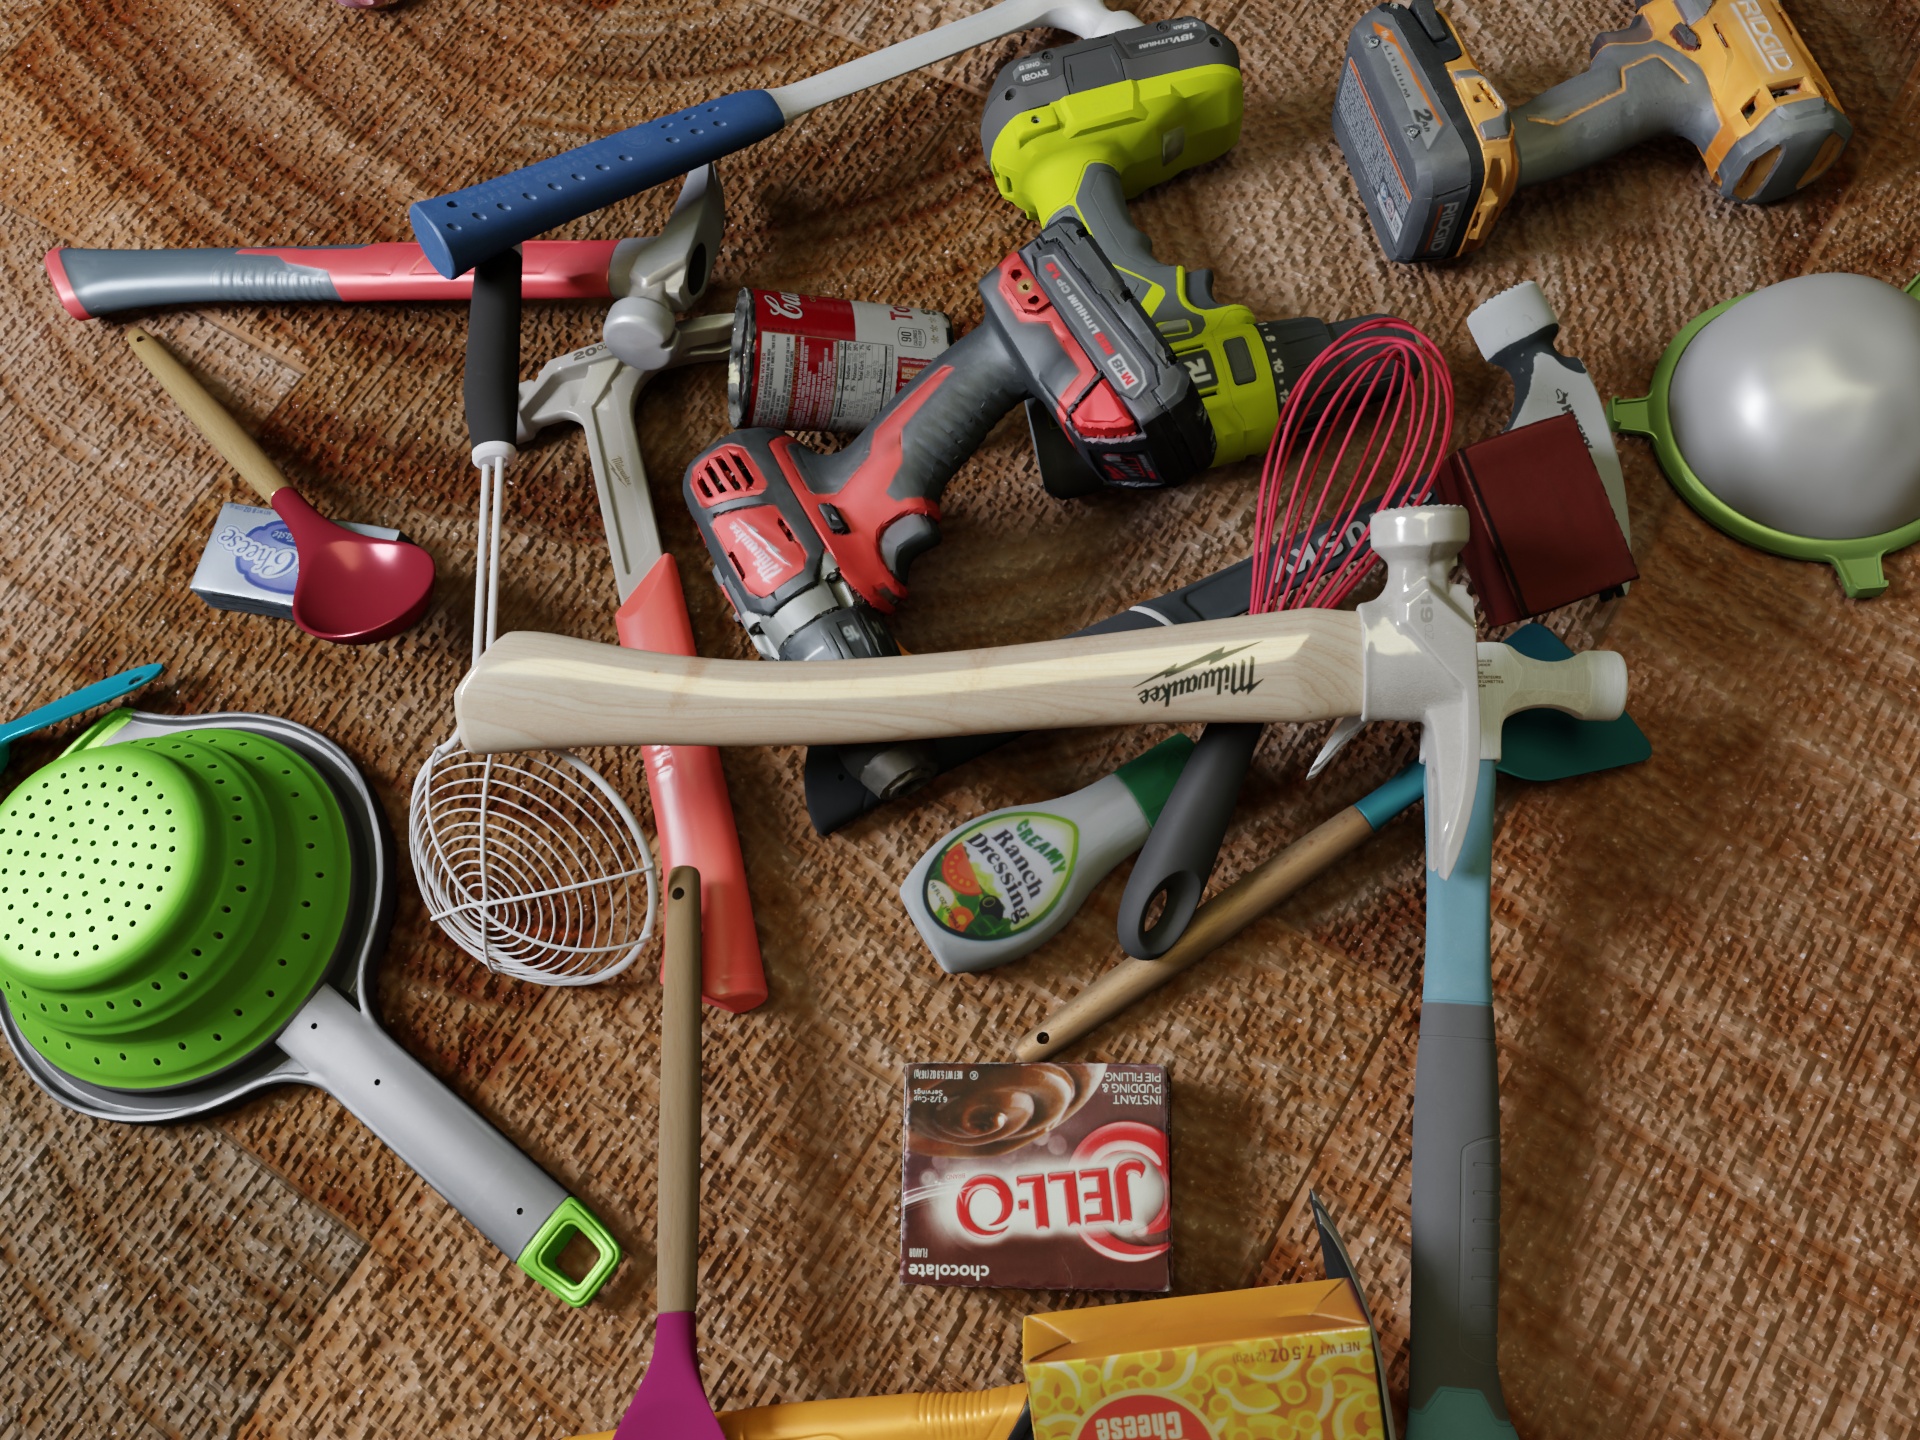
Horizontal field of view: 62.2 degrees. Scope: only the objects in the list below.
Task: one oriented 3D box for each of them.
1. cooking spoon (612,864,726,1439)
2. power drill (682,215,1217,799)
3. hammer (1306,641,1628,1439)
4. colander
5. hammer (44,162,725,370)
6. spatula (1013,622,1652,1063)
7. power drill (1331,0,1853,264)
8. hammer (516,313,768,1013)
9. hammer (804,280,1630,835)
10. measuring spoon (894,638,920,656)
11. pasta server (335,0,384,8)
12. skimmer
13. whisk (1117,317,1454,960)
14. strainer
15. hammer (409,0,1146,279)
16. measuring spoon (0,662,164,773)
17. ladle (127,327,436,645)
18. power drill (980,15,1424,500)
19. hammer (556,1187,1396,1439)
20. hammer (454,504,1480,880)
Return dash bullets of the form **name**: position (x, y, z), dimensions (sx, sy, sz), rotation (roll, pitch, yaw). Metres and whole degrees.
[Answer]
- **cooking spoon**: position (-0.113, 0.211, 0.640), dimensions (0.069, 0.017, 0.319), rotation (-10, 65, 15)
- **power drill**: position (0.001, -0.091, 0.707), dimensions (0.226, 0.080, 0.188), rotation (-33, 70, 8)
- **hammer**: position (0.204, 0.129, 0.647), dimensions (0.128, 0.033, 0.331), rotation (3, 78, 9)
- **colander**: position (-0.311, 0.120, 0.704), dimensions (0.397, 0.094, 0.204), rotation (34, 77, 18)
- **hammer**: position (-0.320, -0.256, 0.869), dimensions (0.386, 0.038, 0.143), rotation (3, 59, 13)
- **spatula**: position (0.159, 0.063, 0.709), dimensions (0.317, 0.044, 0.082), rotation (-34, 67, -1)
- **power drill**: position (0.311, -0.336, 0.815), dimensions (0.226, 0.084, 0.185), rotation (-13, 68, -3)
- **hammer**: position (-0.138, -0.035, 0.776), dimensions (0.149, 0.036, 0.359), rotation (-17, 67, 0)
- **hammer**: position (0.113, -0.048, 0.735), dimensions (0.409, 0.036, 0.149), rotation (-26, 86, 2)
- **measuring spoon**: position (-0.056, -0.049, 0.786), dimensions (0.117, 0.011, 0.021), rotation (39, 79, 22)
- **pasta server**: position (-0.455, -0.525, 1.002), dimensions (0.316, 0.040, 0.060), rotation (37, 88, 19)
- **skimmer**: position (-0.202, -0.060, 0.753), dimensions (0.127, 0.090, 0.363), rotation (-15, 67, 27)
- **whisk**: position (0.133, -0.034, 0.682), dimensions (0.073, 0.073, 0.296), rotation (23, 90, 15)
- **strainer**: position (0.443, -0.190, 0.745), dimensions (0.256, 0.069, 0.152), rotation (-44, 70, -9)
- **hammer**: position (-0.093, -0.324, 0.826), dimensions (0.405, 0.035, 0.144), rotation (-31, 66, -23)
- **measuring spoon**: position (-0.457, 0.005, 0.803), dimensions (0.128, 0.021, 0.042), rotation (-24, 37, -1)
- **ladle**: position (-0.362, -0.127, 0.820), dimensions (0.069, 0.031, 0.316), rotation (-35, 58, -23)
- **power drill**: position (0.112, -0.233, 0.800), dimensions (0.190, 0.080, 0.229), rotation (-14, 71, 3)
- **hammer**: position (-0.004, 0.272, 0.624), dimensions (0.337, 0.034, 0.127), rotation (-10, 95, 6)
- **hammer**: position (-0.001, -0.002, 0.646), dimensions (0.410, 0.038, 0.146), rotation (-3, 92, 6)
